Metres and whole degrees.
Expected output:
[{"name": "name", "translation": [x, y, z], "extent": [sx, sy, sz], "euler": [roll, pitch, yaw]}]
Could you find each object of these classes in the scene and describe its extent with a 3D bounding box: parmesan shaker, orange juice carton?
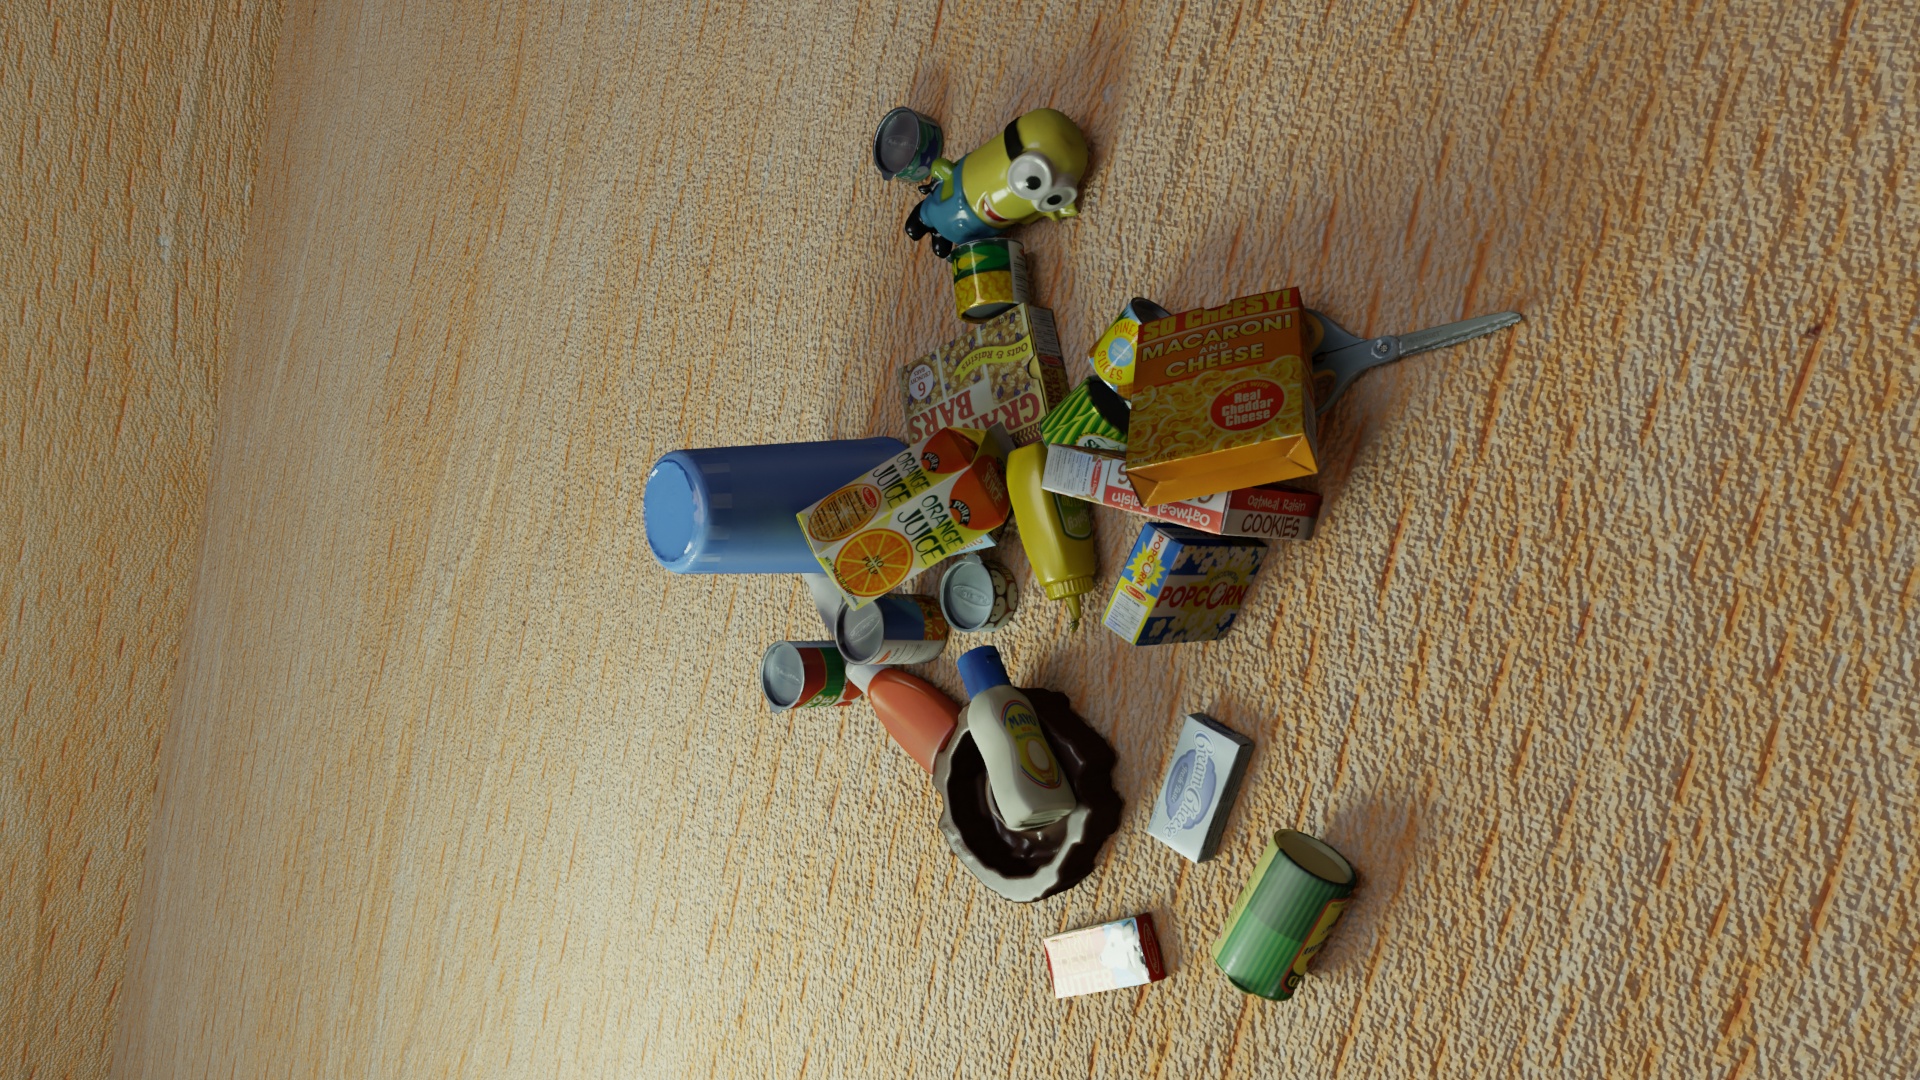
[{"name": "parmesan shaker", "translation": [0.231, 0.269, 0.995], "extent": [0.071, 0.071, 0.102], "euler": [38, 112, 38]}, {"name": "orange juice carton", "translation": [-0.034, -0.029, 1.185], "extent": [0.193, 0.071, 0.073], "euler": [-31, 38, -1]}]

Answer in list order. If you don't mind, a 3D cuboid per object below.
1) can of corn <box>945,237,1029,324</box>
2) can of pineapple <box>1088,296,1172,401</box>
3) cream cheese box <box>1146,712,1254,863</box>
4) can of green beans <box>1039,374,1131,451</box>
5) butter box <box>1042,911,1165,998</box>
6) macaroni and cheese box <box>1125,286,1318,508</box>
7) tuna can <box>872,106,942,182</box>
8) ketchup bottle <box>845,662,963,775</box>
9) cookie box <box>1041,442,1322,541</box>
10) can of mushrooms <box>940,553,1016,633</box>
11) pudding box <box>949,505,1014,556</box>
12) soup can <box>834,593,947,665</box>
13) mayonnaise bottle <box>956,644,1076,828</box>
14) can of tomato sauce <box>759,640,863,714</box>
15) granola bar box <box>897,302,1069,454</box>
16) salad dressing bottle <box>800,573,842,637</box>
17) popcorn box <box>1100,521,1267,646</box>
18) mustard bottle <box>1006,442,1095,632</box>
[{"name": "can of corn", "translation": [0.024, -0.228, 1.228], "extent": [0.071, 0.071, 0.058], "euler": [-13, 79, 42]}, {"name": "can of pineapple", "translation": [0.144, -0.151, 1.109], "extent": [0.057, 0.071, 0.071], "euler": [-49, 57, 31]}, {"name": "cream cheese box", "translation": [0.186, 0.191, 1.076], "extent": [0.053, 0.024, 0.103], "euler": [27, 106, 40]}, {"name": "can of green beans", "translation": [0.108, -0.094, 1.141], "extent": [0.057, 0.071, 0.071], "euler": [-42, 60, 33]}, {"name": "butter box", "translation": [0.116, 0.339, 1.131], "extent": [0.103, 0.024, 0.053], "euler": [-27, 69, 39]}, {"name": "macaroni and cheese box", "translation": [0.185, -0.105, 0.980], "extent": [0.123, 0.040, 0.167], "euler": [-11, 42, 22]}, {"name": "tuna can", "translation": [-0.051, -0.377, 1.334], "extent": [0.071, 0.033, 0.071], "euler": [-4, 84, 43]}, {"name": "ketchup bottle", "translation": [-0.051, 0.153, 1.289], "extent": [0.149, 0.043, 0.064], "euler": [37, 111, 39]}, {"name": "cookie box", "translation": [0.165, -0.038, 1.043], "extent": [0.167, 0.123, 0.040], "euler": [17, 100, 43]}, {"name": "can of mushrooms", "translation": [0.017, 0.047, 1.240], "extent": [0.071, 0.033, 0.071], "euler": [-4, 85, 44]}, {"name": "pudding box", "translation": [0.004, -0.016, 1.244], "extent": [0.083, 0.030, 0.050], "euler": [-13, 38, 43]}, {"name": "soup can", "translation": [-0.064, 0.079, 1.279], "extent": [0.071, 0.084, 0.071], "euler": [-4, 85, 43]}, {"name": "mayonnaise bottle", "translation": [0.039, 0.156, 1.115], "extent": [0.041, 0.065, 0.148], "euler": [-42, 59, 35]}, {"name": "can of tomato sauce", "translation": [-0.142, 0.132, 1.349], "extent": [0.071, 0.083, 0.071], "euler": [-3, 85, 43]}, {"name": "granola bar box", "translation": [0.020, -0.124, 1.244], "extent": [0.165, 0.039, 0.124], "euler": [-22, 72, 41]}, {"name": "salad dressing bottle", "translation": [-0.125, 0.045, 1.368], "extent": [0.148, 0.044, 0.064], "euler": [48, 124, 36]}, {"name": "popcorn box", "translation": [0.168, 0.032, 1.034], "extent": [0.038, 0.127, 0.085], "euler": [34, 111, 36]}, {"name": "mustard bottle", "translation": [0.083, -0.002, 1.164], "extent": [0.048, 0.065, 0.160], "euler": [-19, 81, 41]}]
